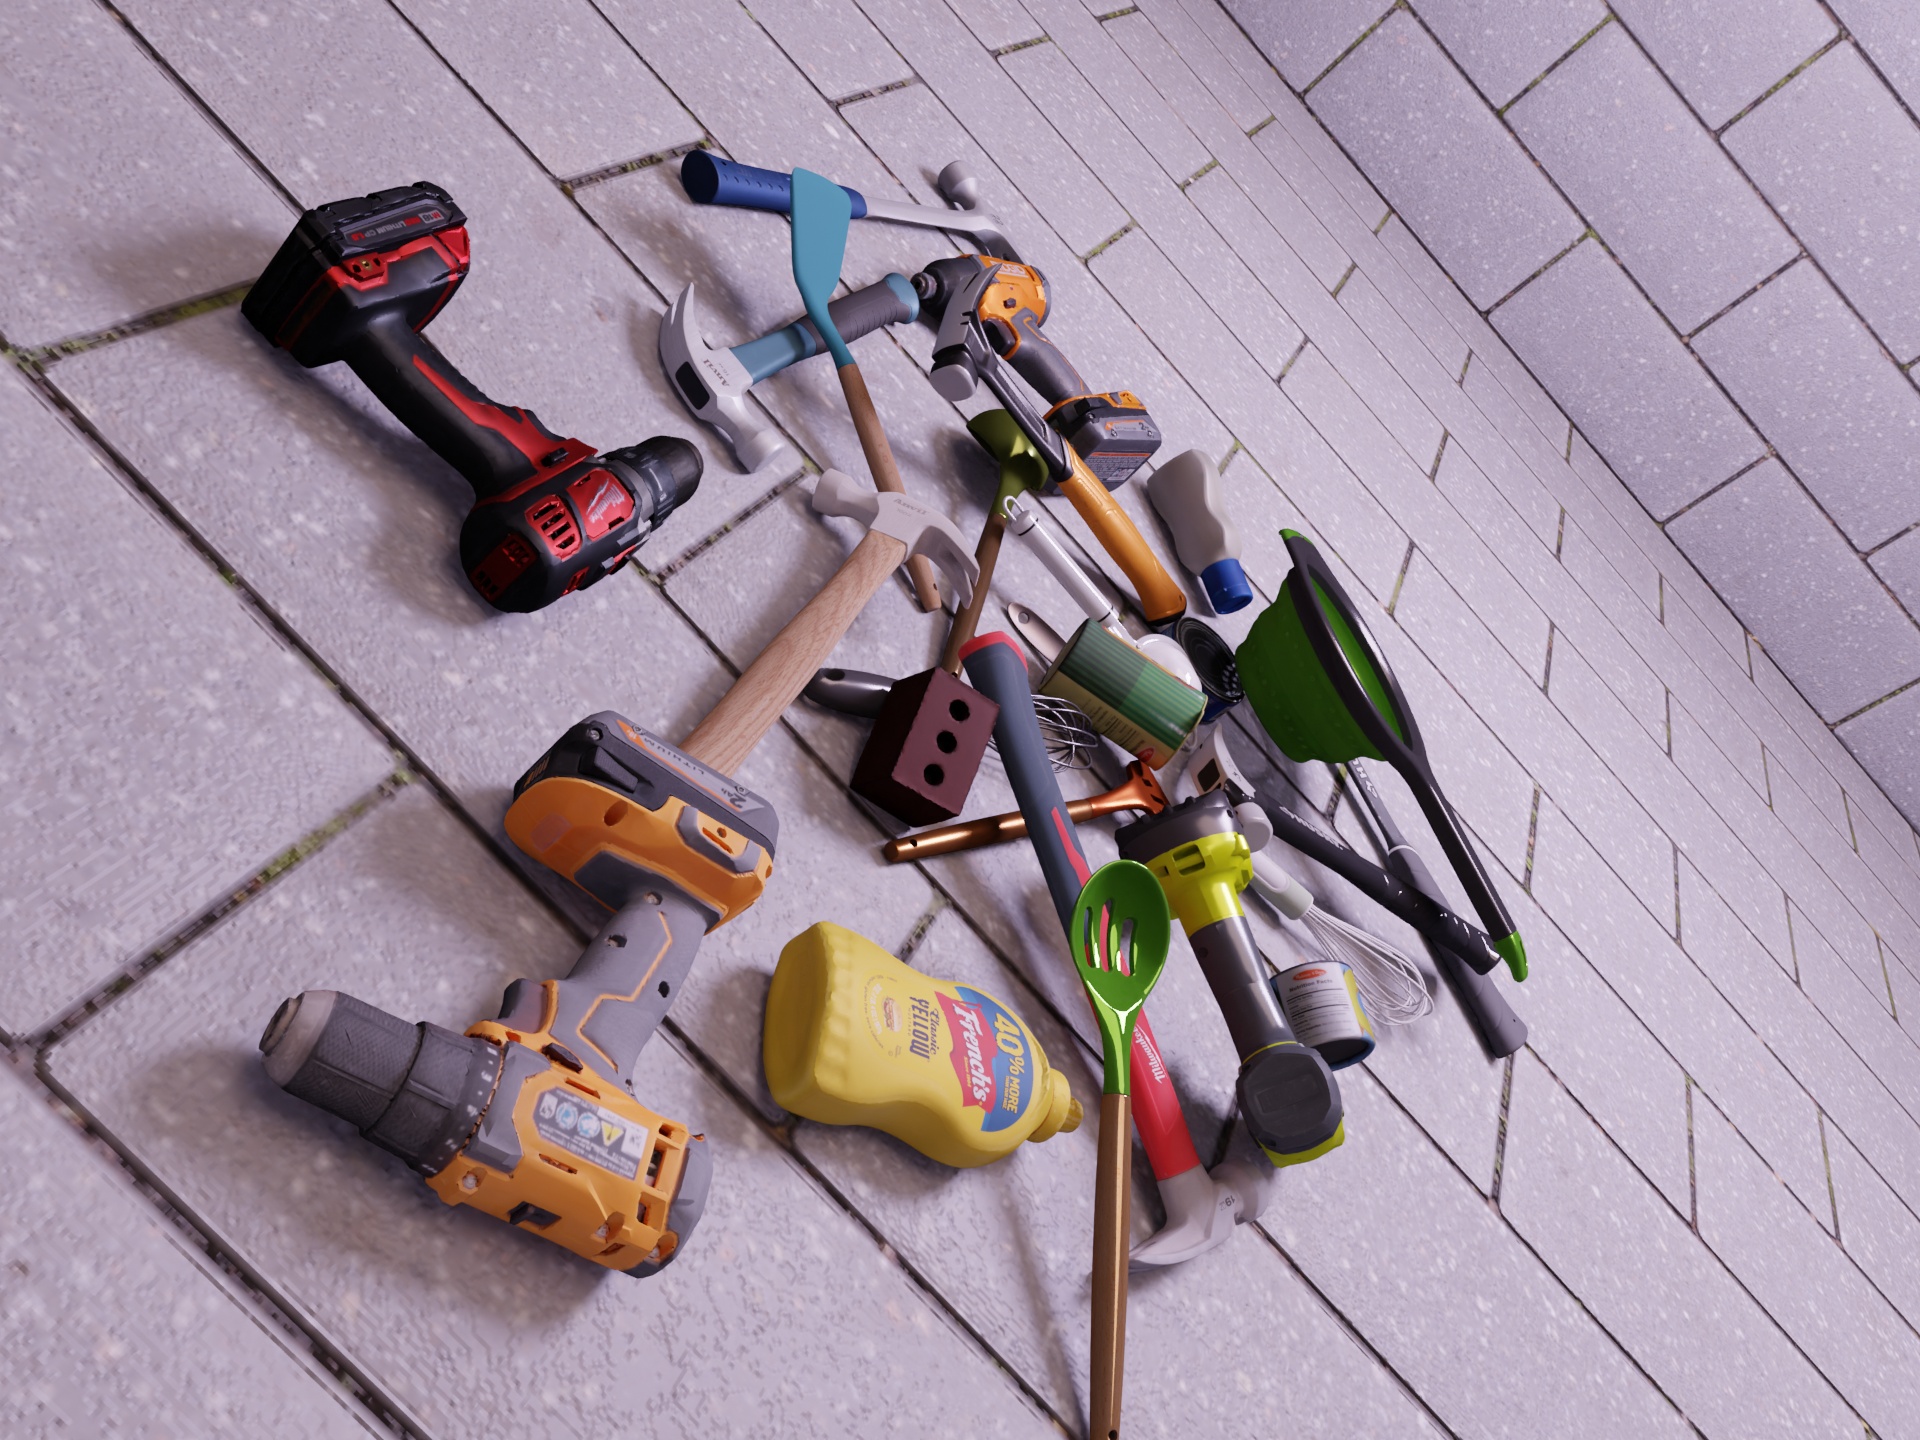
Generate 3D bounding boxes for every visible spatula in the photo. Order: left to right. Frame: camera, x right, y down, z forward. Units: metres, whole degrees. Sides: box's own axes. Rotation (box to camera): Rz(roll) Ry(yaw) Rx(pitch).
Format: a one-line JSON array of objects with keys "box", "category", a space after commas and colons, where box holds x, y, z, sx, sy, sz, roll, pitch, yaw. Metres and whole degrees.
[{"box": [-0.063, -0.229, 1.115, 0.082, 0.044, 0.317, -6, 75, -65], "category": "spatula"}, {"box": [0.061, 0.068, 1.054, 0.322, 0.041, 0.081, -7, 63, -48], "category": "spatula"}]

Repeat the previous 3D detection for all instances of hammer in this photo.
[{"box": [-0.110, -0.281, 1.168, 0.128, 0.033, 0.331, 50, 33, -5], "category": "hammer"}, {"box": [-0.087, -0.050, 0.952, 0.130, 0.031, 0.331, 22, 40, 8], "category": "hammer"}, {"box": [-0.077, -0.431, 1.344, 0.405, 0.035, 0.144, -16, 71, -54], "category": "hammer"}, {"box": [0.067, 0.127, 0.949, 0.143, 0.038, 0.386, -5, 70, -50], "category": "hammer"}, {"box": [0.088, -0.193, 1.230, 0.336, 0.034, 0.127, 47, 43, -37], "category": "hammer"}, {"box": [0.308, 0.114, 1.241, 0.334, 0.035, 0.146, 31, 20, -26], "category": "hammer"}, {"box": [0.373, 0.099, 1.378, 0.149, 0.036, 0.409, -3, 61, -49], "category": "hammer"}]

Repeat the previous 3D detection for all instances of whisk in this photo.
[{"box": [-0.002, -0.002, 1.026, 0.238, 0.055, 0.055, 12, 50, -38], "category": "whisk"}, {"box": [0.262, 0.146, 1.196, 0.246, 0.059, 0.058, 40, 65, -9], "category": "whisk"}]

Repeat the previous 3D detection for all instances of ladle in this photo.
[{"box": [0.013, -0.125, 1.169, 0.078, 0.062, 0.320, 41, 42, -24], "category": "ladle"}]

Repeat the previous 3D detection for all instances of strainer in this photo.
[{"box": [0.114, -0.071, 1.191, 0.258, 0.050, 0.087, 47, 60, -19], "category": "strainer"}]

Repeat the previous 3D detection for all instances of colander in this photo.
[{"box": [0.322, 0.040, 1.275, 0.397, 0.094, 0.204, 64, 22, 11], "category": "colander"}]

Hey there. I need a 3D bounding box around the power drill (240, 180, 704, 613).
[{"box": [-0.250, -0.178, 0.871, 0.226, 0.080, 0.188, 50, 34, -7], "category": "power drill"}]

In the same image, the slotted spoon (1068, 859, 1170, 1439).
[{"box": [0.081, 0.227, 0.854, 0.070, 0.031, 0.314, 18, 62, -28], "category": "slotted spoon"}]

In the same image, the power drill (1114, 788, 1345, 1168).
[{"box": [0.178, 0.171, 1.015, 0.171, 0.080, 0.223, 57, 12, -66], "category": "power drill"}]

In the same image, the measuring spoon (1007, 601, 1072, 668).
[{"box": [0.079, -0.041, 1.180, 0.124, 0.018, 0.034, 45, 76, 0], "category": "measuring spoon"}]

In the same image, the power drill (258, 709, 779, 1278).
[{"box": [-0.179, 0.103, 0.690, 0.185, 0.084, 0.226, 33, 42, -23], "category": "power drill"}]

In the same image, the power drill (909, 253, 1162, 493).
[{"box": [0.054, -0.300, 1.339, 0.164, 0.084, 0.227, -12, 64, -52], "category": "power drill"}]
